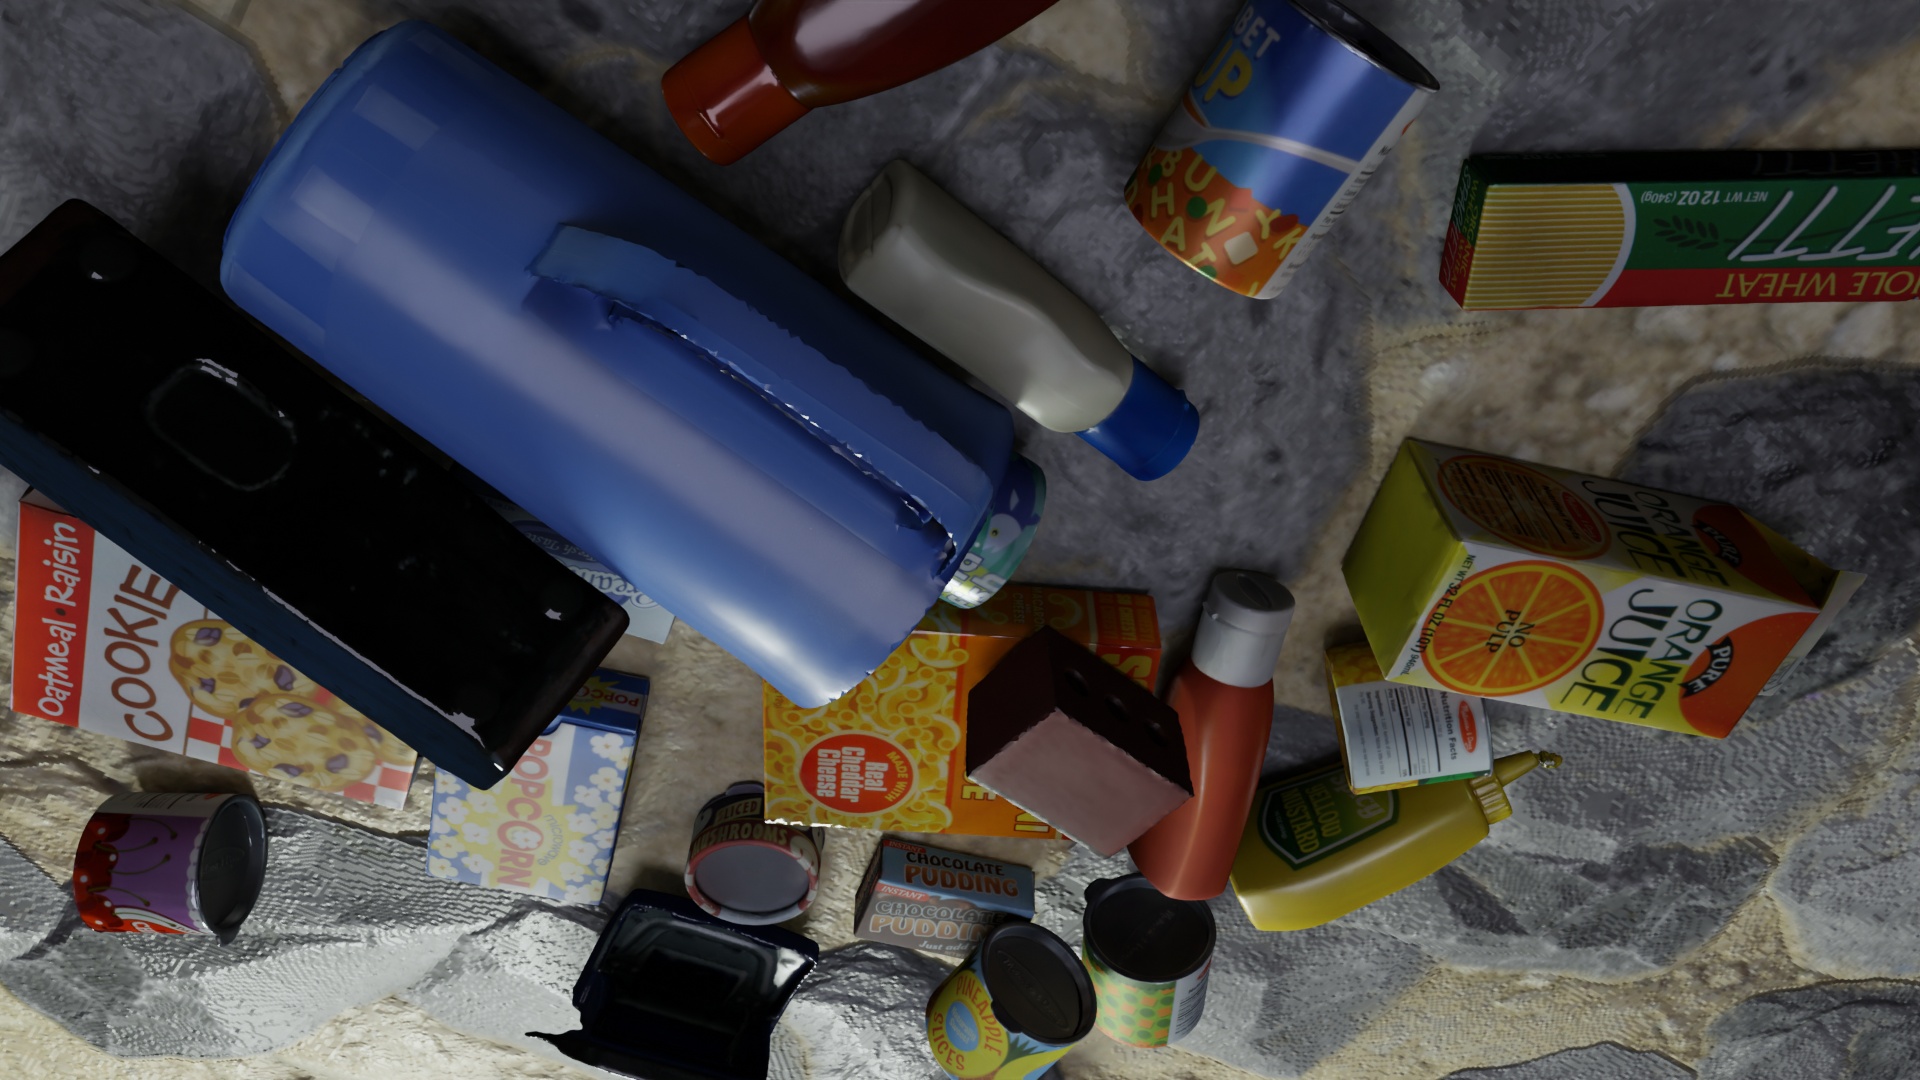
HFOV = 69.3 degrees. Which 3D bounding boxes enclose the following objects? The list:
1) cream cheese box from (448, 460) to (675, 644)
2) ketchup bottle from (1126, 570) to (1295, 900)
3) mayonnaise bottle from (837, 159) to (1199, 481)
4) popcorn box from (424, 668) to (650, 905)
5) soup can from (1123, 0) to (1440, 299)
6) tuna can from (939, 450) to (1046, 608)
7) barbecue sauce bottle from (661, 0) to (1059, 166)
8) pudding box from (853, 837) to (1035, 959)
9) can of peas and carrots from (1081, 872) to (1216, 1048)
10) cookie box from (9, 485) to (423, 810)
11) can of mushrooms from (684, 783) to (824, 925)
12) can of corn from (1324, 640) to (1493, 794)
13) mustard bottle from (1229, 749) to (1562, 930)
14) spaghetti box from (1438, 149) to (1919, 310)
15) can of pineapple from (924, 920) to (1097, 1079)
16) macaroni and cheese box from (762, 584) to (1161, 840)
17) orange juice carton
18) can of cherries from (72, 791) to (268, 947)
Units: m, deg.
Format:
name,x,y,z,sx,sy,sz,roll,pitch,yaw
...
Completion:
name,x,y,z,sx,sy,sz,roll,pitch,yaw
cream cheese box,-0.164,0.005,0.579,0.104,0.024,0.053,17,126,-12
ketchup bottle,0.111,0.085,0.619,0.043,0.065,0.148,1,119,-17
mayonnaise bottle,0.024,-0.073,0.501,0.148,0.065,0.041,34,119,-26
popcorn box,-0.199,0.112,0.649,0.085,0.038,0.126,14,125,-9
soup can,0.100,-0.133,0.454,0.071,0.072,0.083,24,123,-17
tuna can,0.002,-0.007,0.542,0.033,0.071,0.070,29,121,-21
barbecue sauce bottle,-0.027,-0.172,0.438,0.148,0.044,0.064,-28,121,19
pudding box,-0.008,0.184,0.708,0.084,0.030,0.049,15,124,-11
can of peas and carrots,0.092,0.213,0.709,0.071,0.071,0.058,0,127,0
cookie box,-0.309,0.042,0.597,0.167,0.040,0.122,19,124,-14
can of mushrooms,-0.102,0.155,0.685,0.071,0.034,0.070,0,127,0
can of corn,0.194,0.074,0.607,0.058,0.071,0.070,-11,126,10
mustard bottle,0.201,0.128,0.650,0.160,0.065,0.048,-26,128,11
spaghetti box,0.302,-0.112,0.493,0.250,0.029,0.049,-1,127,1
can of pineapple,0.023,0.230,0.679,0.071,0.071,0.057,25,123,-17
macaroni and cheese box,-0.003,0.076,0.622,0.166,0.040,0.123,4,126,-2
orange juice carton,0.264,0.023,0.564,0.193,0.073,0.071,10,125,-8
can of cherries,-0.374,0.156,0.661,0.058,0.072,0.071,1,126,-1
